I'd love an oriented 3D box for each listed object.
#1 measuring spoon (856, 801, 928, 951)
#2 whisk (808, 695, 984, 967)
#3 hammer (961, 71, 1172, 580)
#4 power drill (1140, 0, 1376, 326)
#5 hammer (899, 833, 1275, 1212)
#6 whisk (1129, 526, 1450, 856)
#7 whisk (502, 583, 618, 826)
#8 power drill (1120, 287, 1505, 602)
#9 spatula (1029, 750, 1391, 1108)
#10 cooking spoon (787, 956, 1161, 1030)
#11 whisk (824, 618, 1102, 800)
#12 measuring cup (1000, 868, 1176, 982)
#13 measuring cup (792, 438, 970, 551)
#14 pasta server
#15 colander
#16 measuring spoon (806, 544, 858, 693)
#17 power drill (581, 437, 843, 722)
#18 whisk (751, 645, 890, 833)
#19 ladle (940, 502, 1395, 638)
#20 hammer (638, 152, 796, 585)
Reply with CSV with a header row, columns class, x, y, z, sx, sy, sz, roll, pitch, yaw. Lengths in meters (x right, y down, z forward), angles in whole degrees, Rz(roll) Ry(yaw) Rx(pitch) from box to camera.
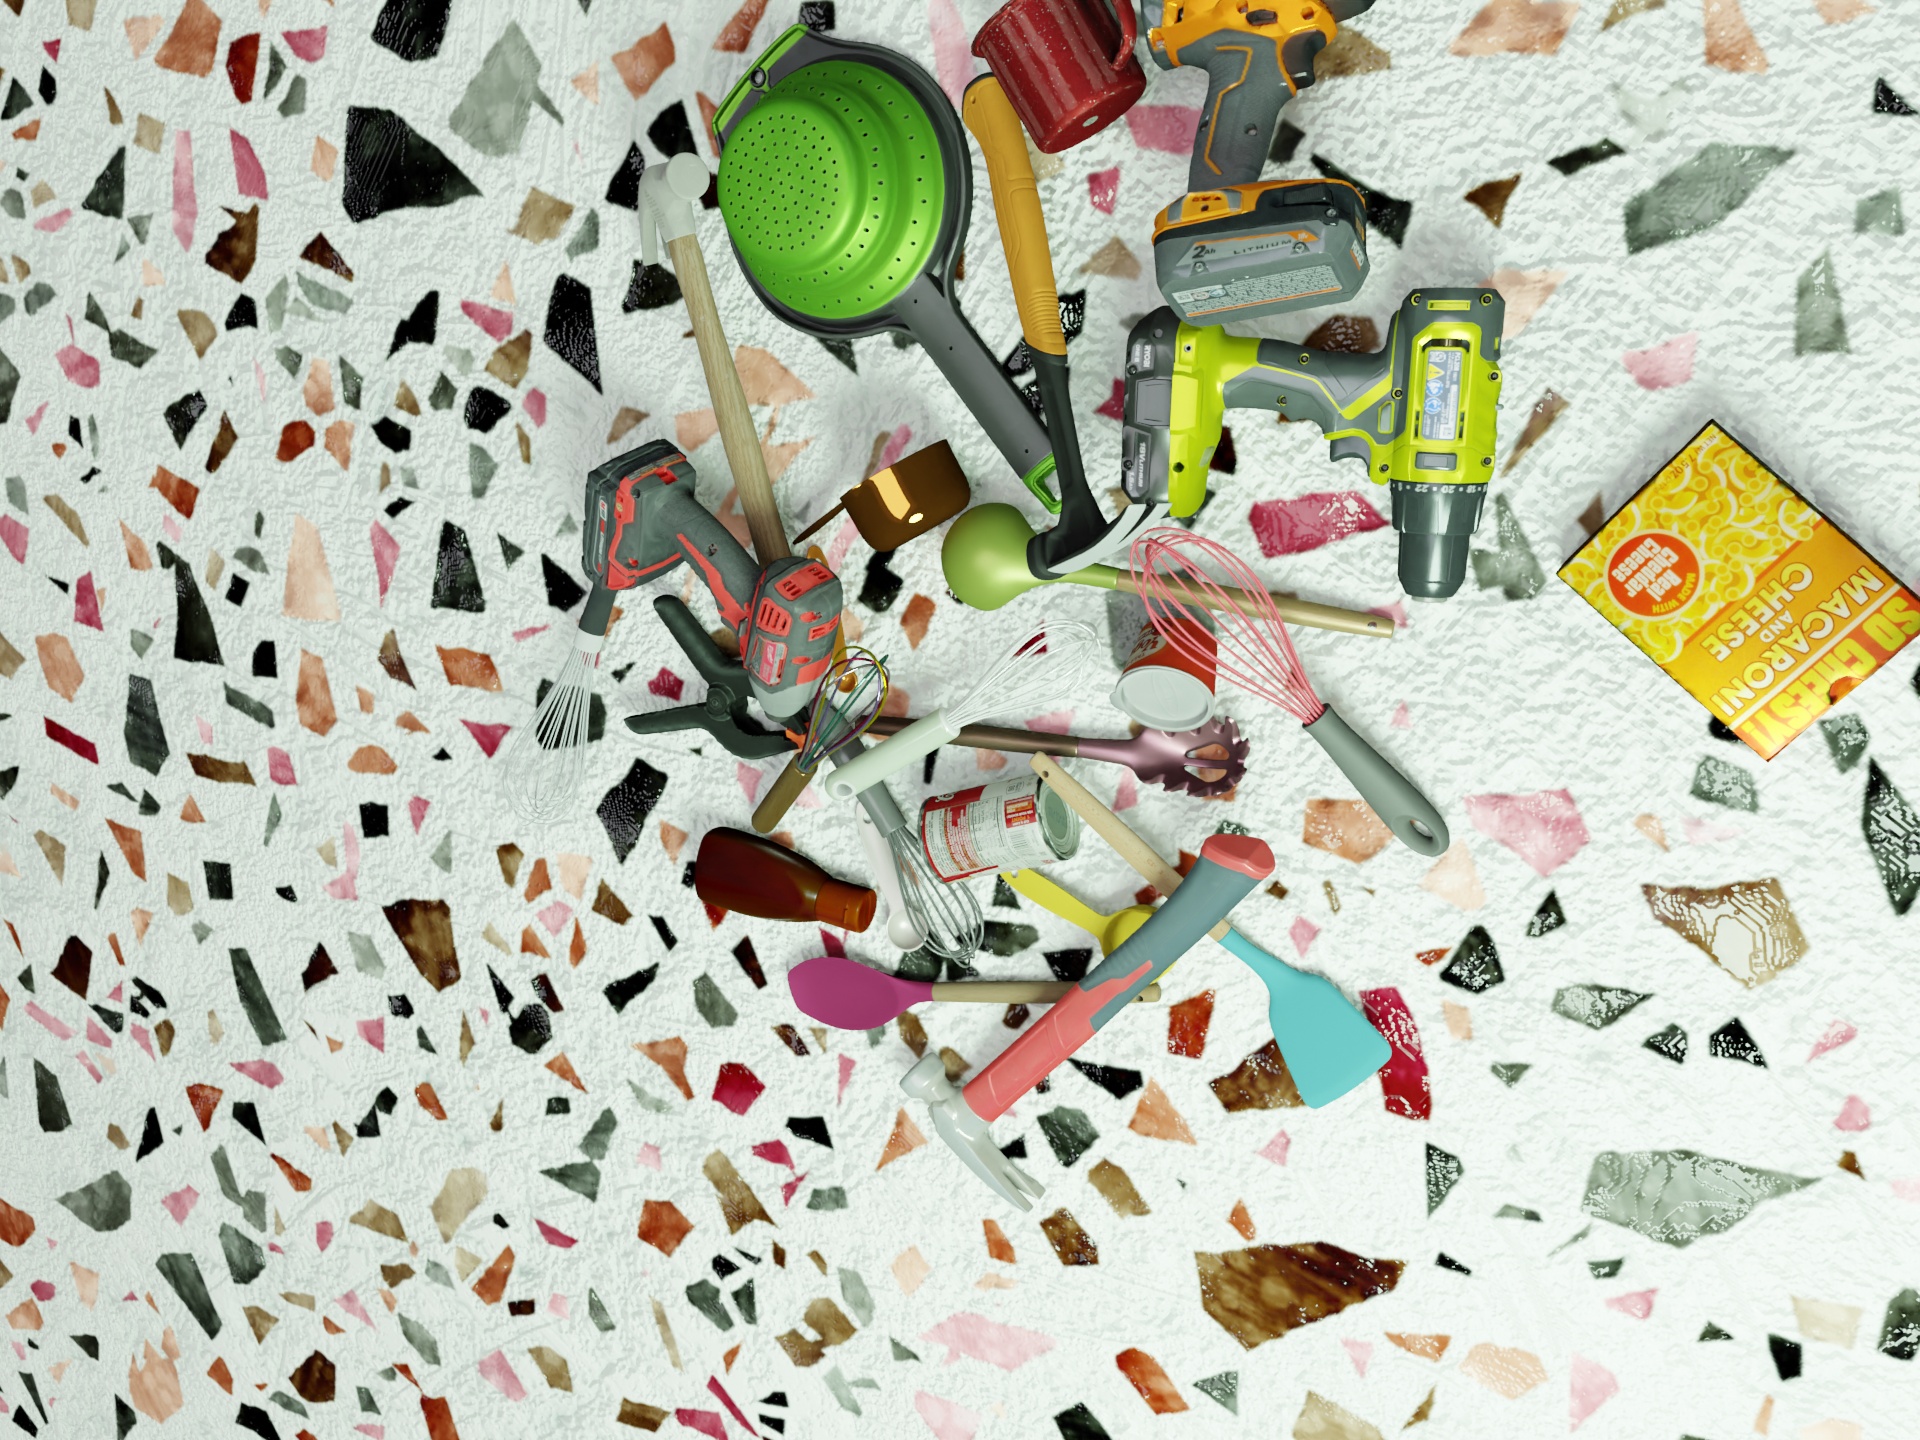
class,x,y,z,sx,sy,sz,roll,pitch,yaw
measuring spoon,-0.055,0.121,1.250,0.034,0.018,0.124,-21,86,16
whisk,-0.053,0.084,1.220,0.055,0.055,0.239,-35,82,28
hammer,0.055,-0.269,1.043,0.127,0.034,0.337,-23,76,59
power drill,0.192,-0.364,0.950,0.164,0.084,0.226,-4,78,25
hammer,0.104,0.217,1.148,0.143,0.038,0.386,46,126,7
whisk,0.219,-0.017,1.039,0.295,0.073,0.073,45,118,-8
whisk,-0.316,-0.038,1.310,0.070,0.070,0.284,27,107,17
power drill,0.223,-0.177,1.011,0.228,0.080,0.190,7,104,21
spatula,0.164,0.137,1.116,0.317,0.044,0.082,43,123,0
cooking spoon,0.004,0.211,1.238,0.319,0.017,0.068,-4,111,26
whisk,-0.002,-0.004,1.158,0.246,0.059,0.057,-30,120,22
measuring cup,0.095,0.141,1.180,0.157,0.029,0.062,29,113,29
measuring cup,-0.062,-0.144,1.161,0.173,0.095,0.052,-26,96,46
pasta server,0.059,0.015,1.155,0.316,0.040,0.060,6,78,26
colander,-0.053,-0.304,1.099,0.204,0.094,0.397,-39,84,27
measuring spoon,-0.098,-0.078,1.225,0.021,0.011,0.117,-13,93,26
power drill,-0.183,-0.099,1.190,0.220,0.078,0.143,39,139,20
whisk,-0.110,0.018,1.198,0.047,0.051,0.245,31,138,-8
ladle,0.137,-0.092,1.097,0.320,0.062,0.078,12,94,15
hammer,-0.175,-0.243,1.182,0.130,0.031,0.331,21,129,64
